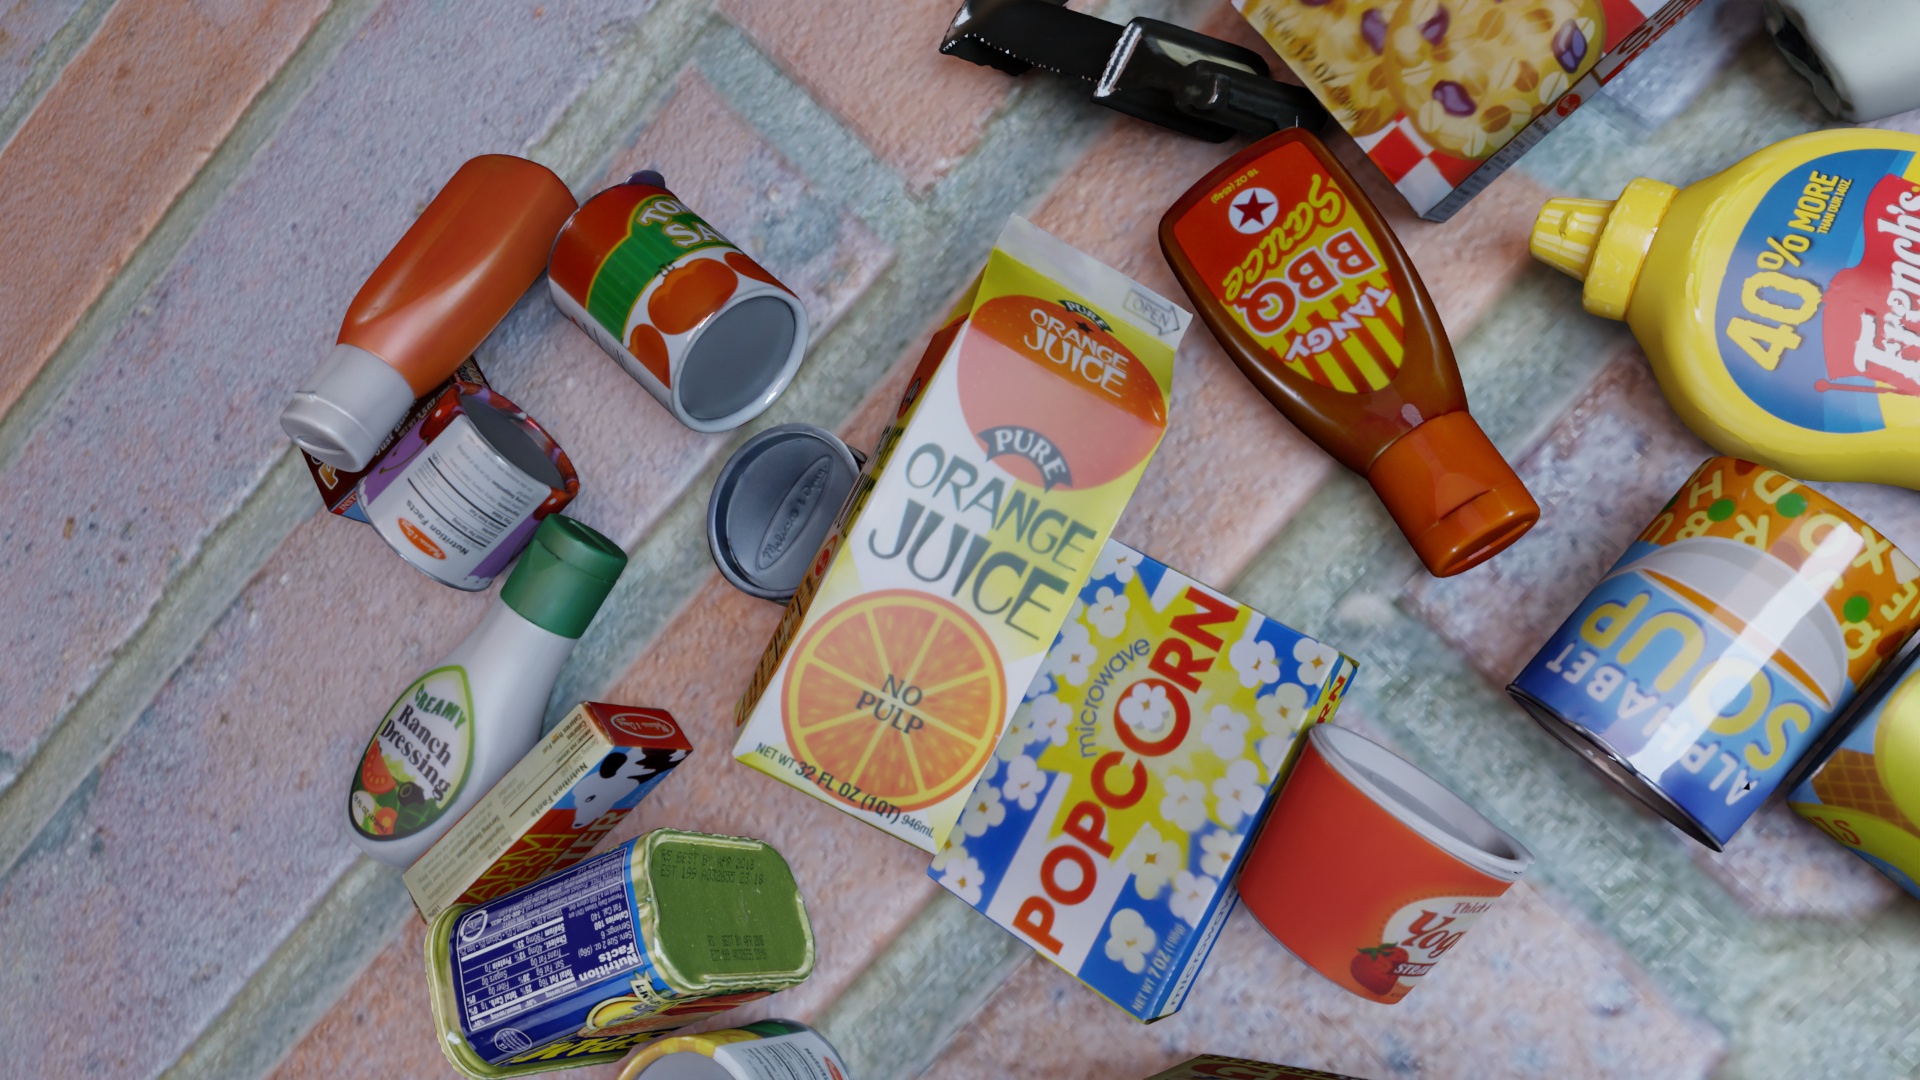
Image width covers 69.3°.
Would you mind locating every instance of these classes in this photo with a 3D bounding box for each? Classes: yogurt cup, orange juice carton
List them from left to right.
[{"bbox_3d":[0.002,-0.006,0.450,0.072,0.073,0.192,28,90,-10],"label":"orange juice carton"},{"bbox_3d":[0.116,0.092,0.394,0.072,0.072,0.054,37,102,27],"label":"yogurt cup"}]

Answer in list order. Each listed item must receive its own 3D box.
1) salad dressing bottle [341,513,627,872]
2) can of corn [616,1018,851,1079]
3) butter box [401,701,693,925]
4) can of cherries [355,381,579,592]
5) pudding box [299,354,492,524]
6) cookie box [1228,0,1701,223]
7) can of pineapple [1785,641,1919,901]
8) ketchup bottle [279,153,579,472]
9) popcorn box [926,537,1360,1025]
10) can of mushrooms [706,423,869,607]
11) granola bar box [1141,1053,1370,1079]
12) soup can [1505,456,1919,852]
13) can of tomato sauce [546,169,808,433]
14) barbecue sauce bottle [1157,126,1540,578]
[{"bbox_3d":[-0.186,0.060,0.551,0.064,0.044,0.147,34,92,29],"label":"salad dressing bottle"},{"bbox_3d":[-0.078,0.197,0.458,0.071,0.058,0.071,-6,74,23],"label":"can of corn"},{"bbox_3d":[-0.154,0.102,0.521,0.103,0.053,0.024,-43,67,10],"label":"butter box"},{"bbox_3d":[-0.199,-0.023,0.568,0.058,0.071,0.071,-44,64,9],"label":"can of cherries"},{"bbox_3d":[-0.250,-0.053,0.617,0.083,0.030,0.050,-40,64,11],"label":"pudding box"},{"bbox_3d":[0.170,-0.199,0.418,0.167,0.040,0.123,-43,76,27],"label":"cookie box"},{"bbox_3d":[0.248,0.060,0.339,0.058,0.071,0.071,41,96,27],"label":"can of pineapple"},{"bbox_3d":[-0.221,-0.096,0.577,0.065,0.043,0.149,9,57,29],"label":"ketchup bottle"},{"bbox_3d":[0.057,0.073,0.439,0.085,0.038,0.126,28,90,28],"label":"popcorn box"},{"bbox_3d":[-0.056,-0.006,0.514,0.071,0.033,0.071,-6,74,23],"label":"can of mushrooms"},{"bbox_3d":[0.122,0.164,0.337,0.165,0.124,0.039,0,78,25],"label":"granola bar box"},{"bbox_3d":[0.198,0.029,0.366,0.071,0.071,0.083,41,96,27],"label":"soup can"},{"bbox_3d":[-0.109,-0.092,0.541,0.083,0.071,0.071,41,96,26],"label":"can of tomato sauce"},{"bbox_3d":[0.124,-0.058,0.439,0.065,0.043,0.149,-33,66,12],"label":"barbecue sauce bottle"}]
